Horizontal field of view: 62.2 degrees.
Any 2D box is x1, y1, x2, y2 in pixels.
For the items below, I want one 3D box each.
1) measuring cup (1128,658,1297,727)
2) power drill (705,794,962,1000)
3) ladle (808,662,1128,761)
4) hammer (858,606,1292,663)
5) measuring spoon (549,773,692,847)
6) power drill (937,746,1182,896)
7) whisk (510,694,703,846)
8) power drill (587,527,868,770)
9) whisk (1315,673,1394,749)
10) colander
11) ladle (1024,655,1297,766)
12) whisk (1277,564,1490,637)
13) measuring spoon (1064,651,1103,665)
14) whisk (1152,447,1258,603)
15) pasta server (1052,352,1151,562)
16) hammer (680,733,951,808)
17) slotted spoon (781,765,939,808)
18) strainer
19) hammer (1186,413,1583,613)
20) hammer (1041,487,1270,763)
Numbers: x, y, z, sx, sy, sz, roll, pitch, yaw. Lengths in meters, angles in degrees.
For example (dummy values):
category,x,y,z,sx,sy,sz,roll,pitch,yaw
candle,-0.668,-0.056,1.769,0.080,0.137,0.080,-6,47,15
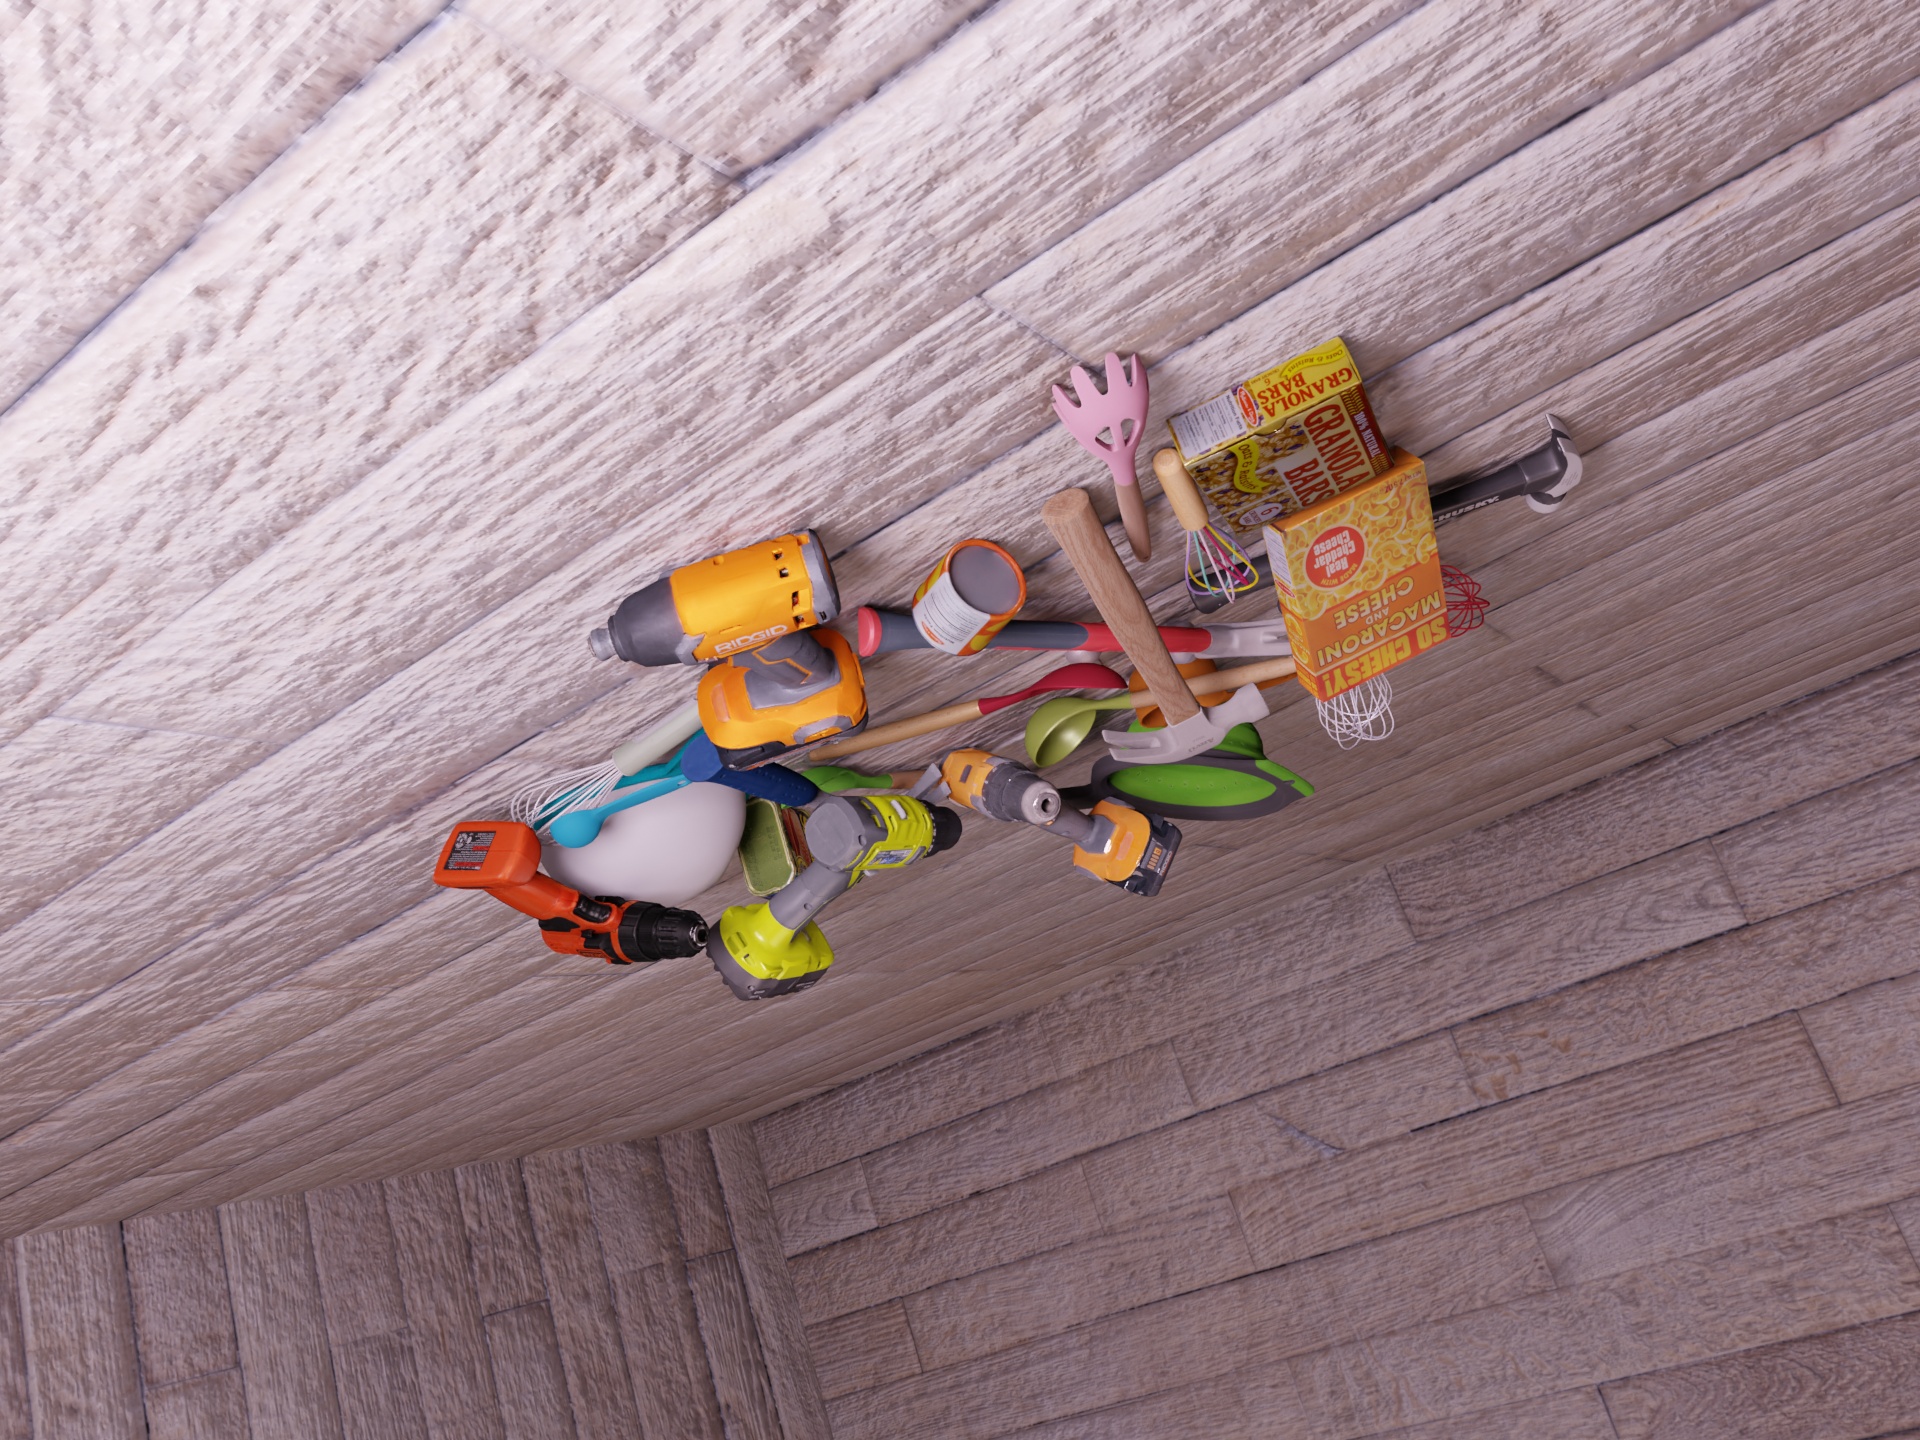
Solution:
category,x,y,z,sx,sy,sz,roll,pitch,yaw
measuring cup,0.243,-0.044,1.528,0.173,0.052,0.095,-15,162,-16
power drill,-0.111,0.152,1.457,0.228,0.080,0.190,-46,156,22
ladle,-0.002,-0.004,1.371,0.315,0.031,0.069,-15,172,29
hammer,0.092,-0.068,1.268,0.386,0.038,0.143,-1,180,-36
measuring spoon,-0.268,0.074,1.279,0.128,0.021,0.042,-22,155,1
power drill,0.105,0.096,1.541,0.226,0.084,0.185,26,175,-25
whisk,-0.276,0.037,1.278,0.246,0.059,0.058,-32,-165,27
power drill,-0.153,-0.043,1.102,0.164,0.084,0.226,-17,158,-1
whisk,0.309,-0.080,1.306,0.070,0.070,0.284,-20,132,6
colander,0.175,0.041,1.674,0.397,0.095,0.204,-9,156,38
ladle,0.181,-0.011,1.434,0.320,0.062,0.078,-14,-178,45
whisk,0.385,-0.105,1.443,0.295,0.073,0.073,-4,157,-40
measuring spoon,0.120,-0.046,1.452,0.034,0.018,0.124,-21,163,7
whisk,0.183,-0.144,1.186,0.051,0.047,0.244,-58,155,-4
pasta server,0.112,-0.165,1.085,0.060,0.040,0.316,-20,166,6
hammer,-0.127,0.062,1.391,0.144,0.035,0.405,-35,161,9
slotted spoon,-0.056,0.060,1.584,0.313,0.031,0.070,-1,155,-47
strainer,-0.249,0.094,1.381,0.211,0.095,0.340,-6,160,-33
hammer,0.348,-0.160,1.312,0.335,0.035,0.146,-20,163,5
hammer,0.134,-0.064,1.214,0.130,0.031,0.331,-29,140,8
